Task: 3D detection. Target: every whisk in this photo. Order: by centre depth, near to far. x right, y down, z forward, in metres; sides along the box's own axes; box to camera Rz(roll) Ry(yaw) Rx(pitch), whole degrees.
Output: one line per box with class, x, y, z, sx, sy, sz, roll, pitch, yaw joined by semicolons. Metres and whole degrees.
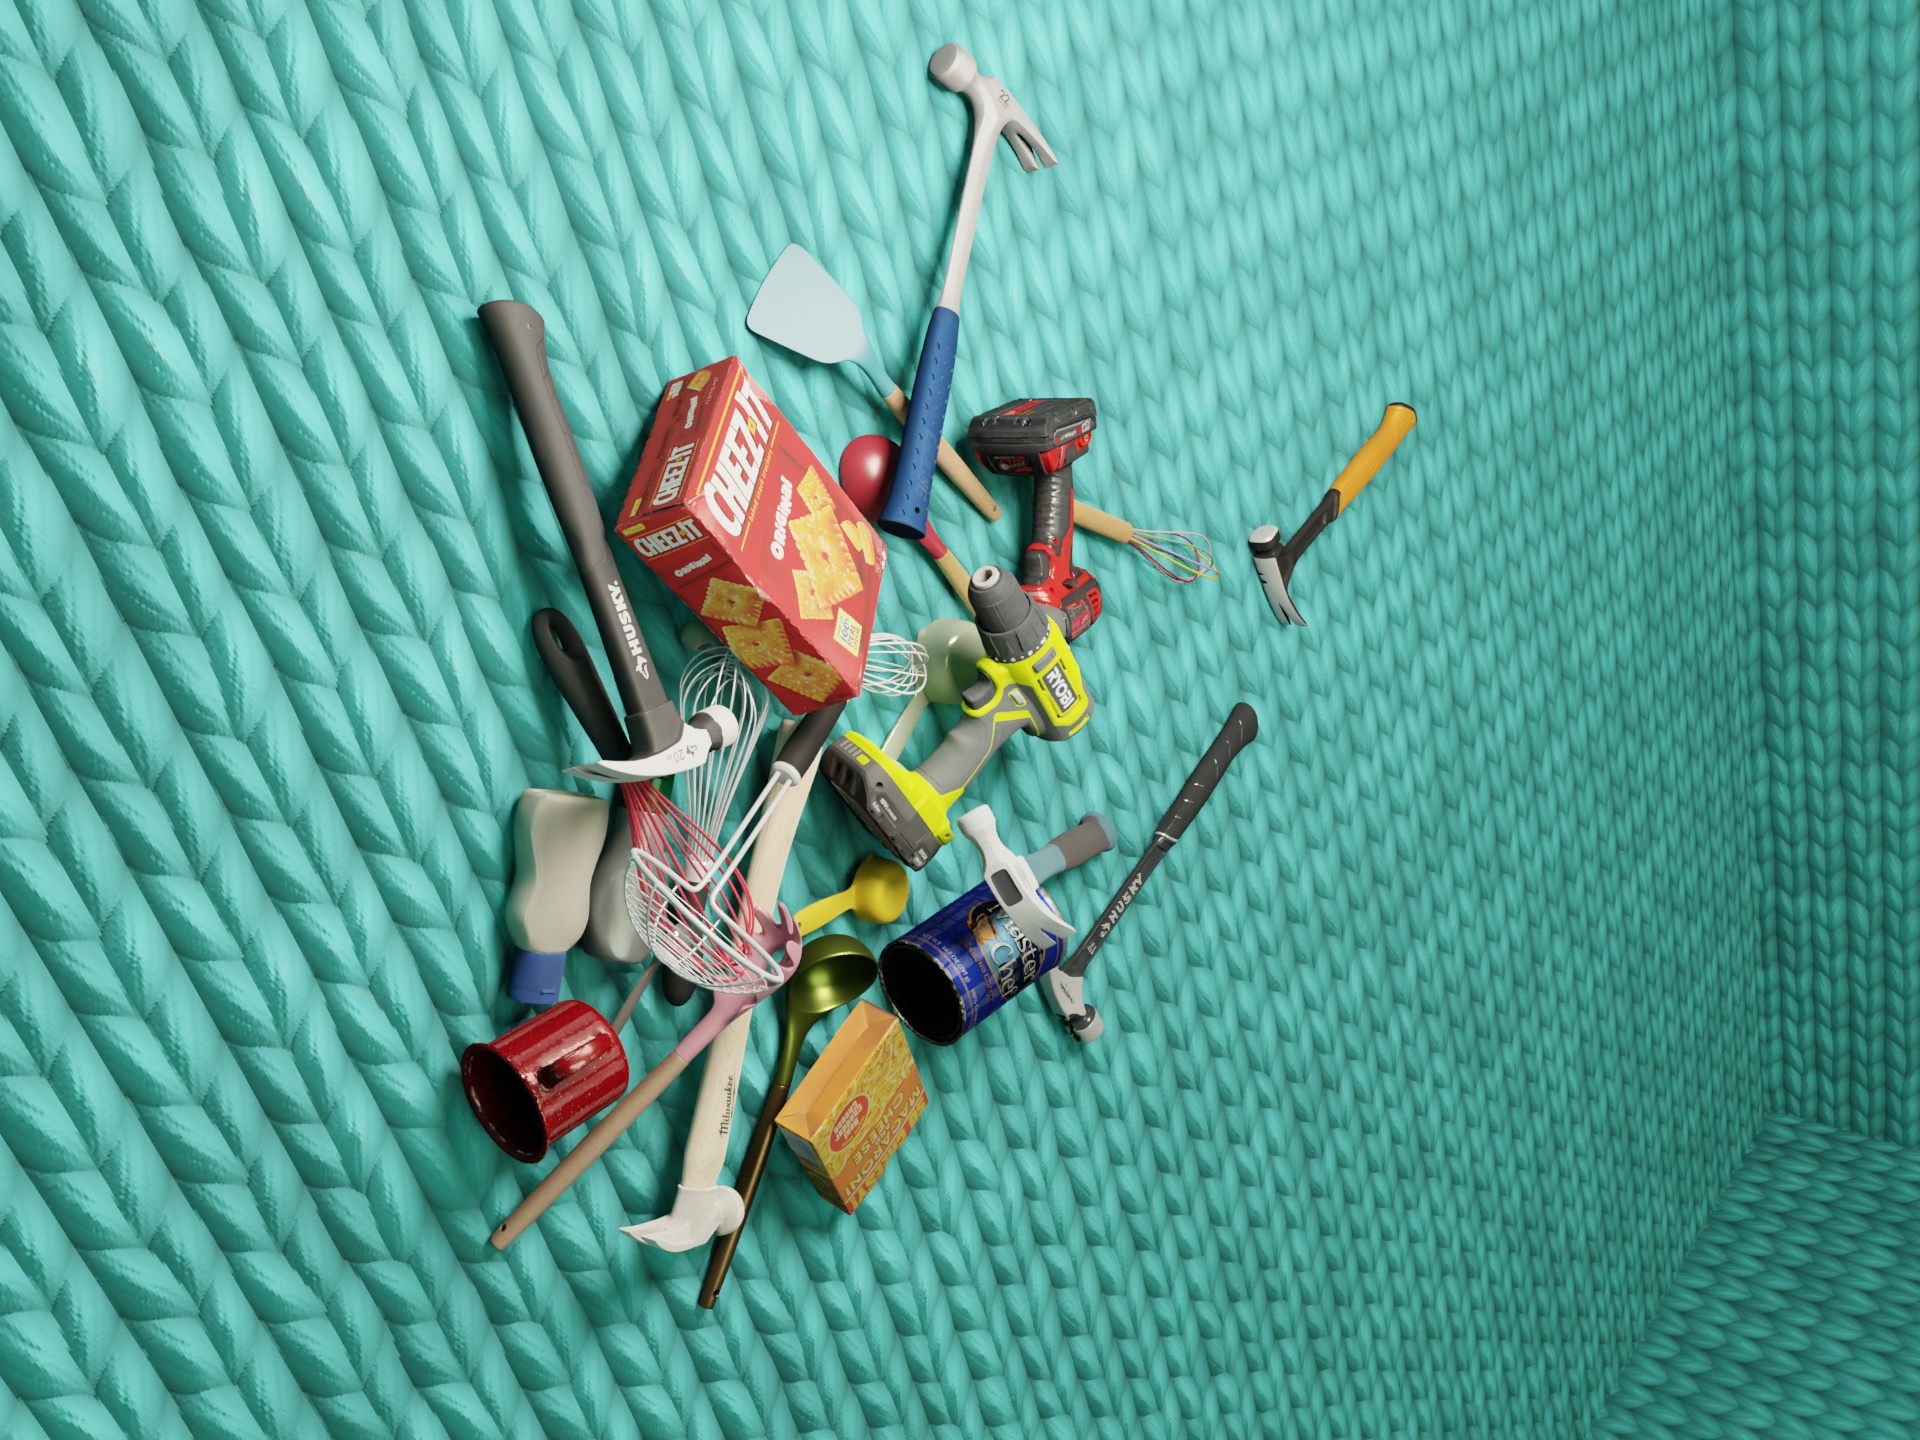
whisk;-0.225;0.054;1.121;0.073;0.073;0.296;-32;98;-38
whisk;-0.194;0.081;1.205;0.070;0.070;0.284;1;103;-46
whisk;-0.119;-0.055;1.273;0.246;0.058;0.059;7;57;-44
whisk;0.173;-0.179;1.560;0.244;0.051;0.047;15;65;-42

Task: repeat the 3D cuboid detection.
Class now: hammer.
hammer;-0.253;-0.117;1.067;0.146;0.035;0.334;-31;105;-57
hammer;-0.173;0.200;1.234;0.146;0.038;0.411;31;70;-70
hammer;-0.004;-0.342;1.309;0.144;0.035;0.406;25;71;-46
hammer;0.087;0.120;1.424;0.128;0.033;0.331;62;18;6
hammer;0.200;0.130;1.641;0.409;0.036;0.149;-51;128;-28
hammer;0.439;-0.253;1.823;0.337;0.034;0.127;-48;127;-30

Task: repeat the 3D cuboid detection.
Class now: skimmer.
skimmer;-0.128;0.057;1.116;0.127;0.090;0.363;42;35;-10

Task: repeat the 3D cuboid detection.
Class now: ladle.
ladle;-0.147;0.327;1.298;0.078;0.062;0.320;25;82;-43
ladle;-0.007;-0.128;1.387;0.069;0.031;0.315;-55;133;-19

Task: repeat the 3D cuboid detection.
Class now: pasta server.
pasta server;-0.227;0.260;1.155;0.316;0.060;0.040;-45;132;-7

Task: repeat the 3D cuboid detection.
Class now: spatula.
spatula;-0.054;-0.259;1.318;0.317;0.044;0.082;43;65;-46

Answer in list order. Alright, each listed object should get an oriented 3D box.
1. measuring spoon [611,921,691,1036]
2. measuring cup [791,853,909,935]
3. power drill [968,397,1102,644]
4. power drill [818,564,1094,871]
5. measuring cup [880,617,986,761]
measuring spoon;-0.234;0.205;1.183;0.124;0.018;0.034;-58;168;6
measuring cup;-0.091;0.155;1.319;0.156;0.029;0.062;-20;113;-59
power drill;0.070;-0.167;1.408;0.143;0.078;0.219;-36;126;-54
power drill;-0.002;-0.004;1.317;0.228;0.080;0.190;-44;137;-11
measuring cup;-0.023;-0.015;1.377;0.083;0.038;0.168;50;60;-39
